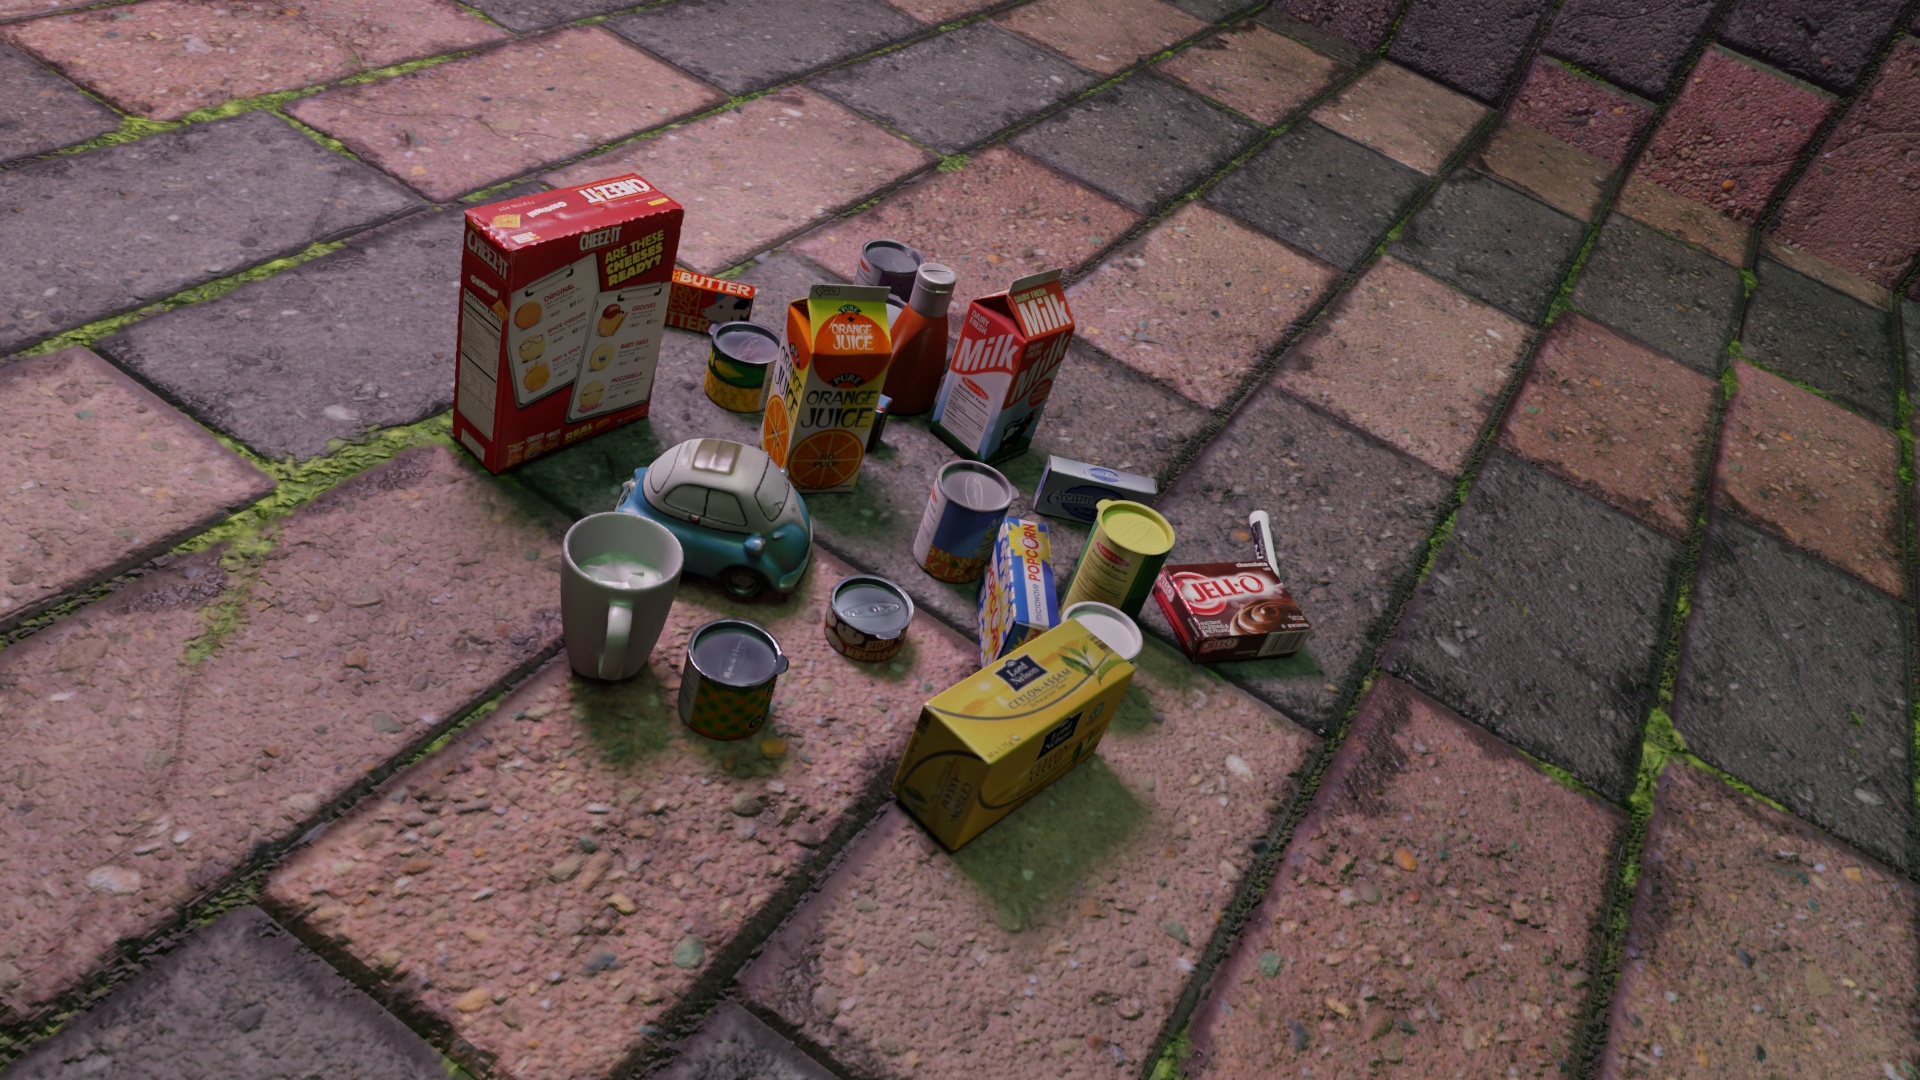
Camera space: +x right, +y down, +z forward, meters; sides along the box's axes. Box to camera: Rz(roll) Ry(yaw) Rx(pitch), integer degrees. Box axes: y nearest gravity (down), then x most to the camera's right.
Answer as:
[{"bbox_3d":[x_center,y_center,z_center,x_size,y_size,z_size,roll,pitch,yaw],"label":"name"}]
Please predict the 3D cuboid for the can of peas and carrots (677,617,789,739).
[{"bbox_3d":[-0.161,0.099,0.983,0.071,0.058,0.071,12,39,-10],"label":"can of peas and carrots"}]

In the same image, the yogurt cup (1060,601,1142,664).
[{"bbox_3d":[0.105,0.090,1.111,0.072,0.053,0.073,12,39,-10],"label":"yogurt cup"}]

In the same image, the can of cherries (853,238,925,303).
[{"bbox_3d":[-0.076,-0.277,1.470,0.071,0.058,0.072,12,39,-10],"label":"can of cherries"}]

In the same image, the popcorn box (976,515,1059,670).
[{"bbox_3d":[0.044,0.054,1.103,0.038,0.084,0.127,11,39,-11],"label":"popcorn box"}]

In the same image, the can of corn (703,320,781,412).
[{"bbox_3d":[-0.202,-0.160,1.277,0.071,0.058,0.071,12,39,-10],"label":"can of corn"}]

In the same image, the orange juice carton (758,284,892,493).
[{"bbox_3d":[-0.113,-0.135,1.176,0.072,0.191,0.073,-3,43,-26],"label":"orange juice carton"}]

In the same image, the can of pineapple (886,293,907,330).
[{"bbox_3d":[-0.079,-0.204,1.382,0.071,0.057,0.071,12,39,-10],"label":"can of pineapple"}]

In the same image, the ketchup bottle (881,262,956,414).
[{"bbox_3d":[-0.039,-0.188,1.307,0.065,0.148,0.044,-2,43,-26],"label":"ketchup bottle"}]

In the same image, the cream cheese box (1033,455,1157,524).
[{"bbox_3d":[0.123,-0.041,1.276,0.104,0.053,0.024,13,39,-9],"label":"cream cheese box"}]

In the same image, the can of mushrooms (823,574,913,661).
[{"bbox_3d":[-0.072,0.062,1.086,0.071,0.033,0.071,12,39,-10],"label":"can of mushrooms"}]

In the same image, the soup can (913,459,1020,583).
[{"bbox_3d":[0.004,-0.015,1.170,0.071,0.083,0.072,12,39,-10],"label":"soup can"}]

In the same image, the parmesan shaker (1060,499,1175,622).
[{"bbox_3d":[0.128,0.025,1.159,0.071,0.102,0.072,12,39,-10],"label":"parmesan shaker"}]

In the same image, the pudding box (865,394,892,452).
[{"bbox_3d":[-0.110,-0.121,1.276,0.084,0.049,0.030,23,38,5],"label":"pudding box"}]

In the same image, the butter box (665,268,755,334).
[{"bbox_3d":[-0.254,-0.230,1.342,0.103,0.052,0.024,12,39,-10],"label":"butter box"}]

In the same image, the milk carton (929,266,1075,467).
[{"bbox_3d":[0.043,-0.165,1.280,0.073,0.189,0.072,41,43,25],"label":"milk carton"}]
